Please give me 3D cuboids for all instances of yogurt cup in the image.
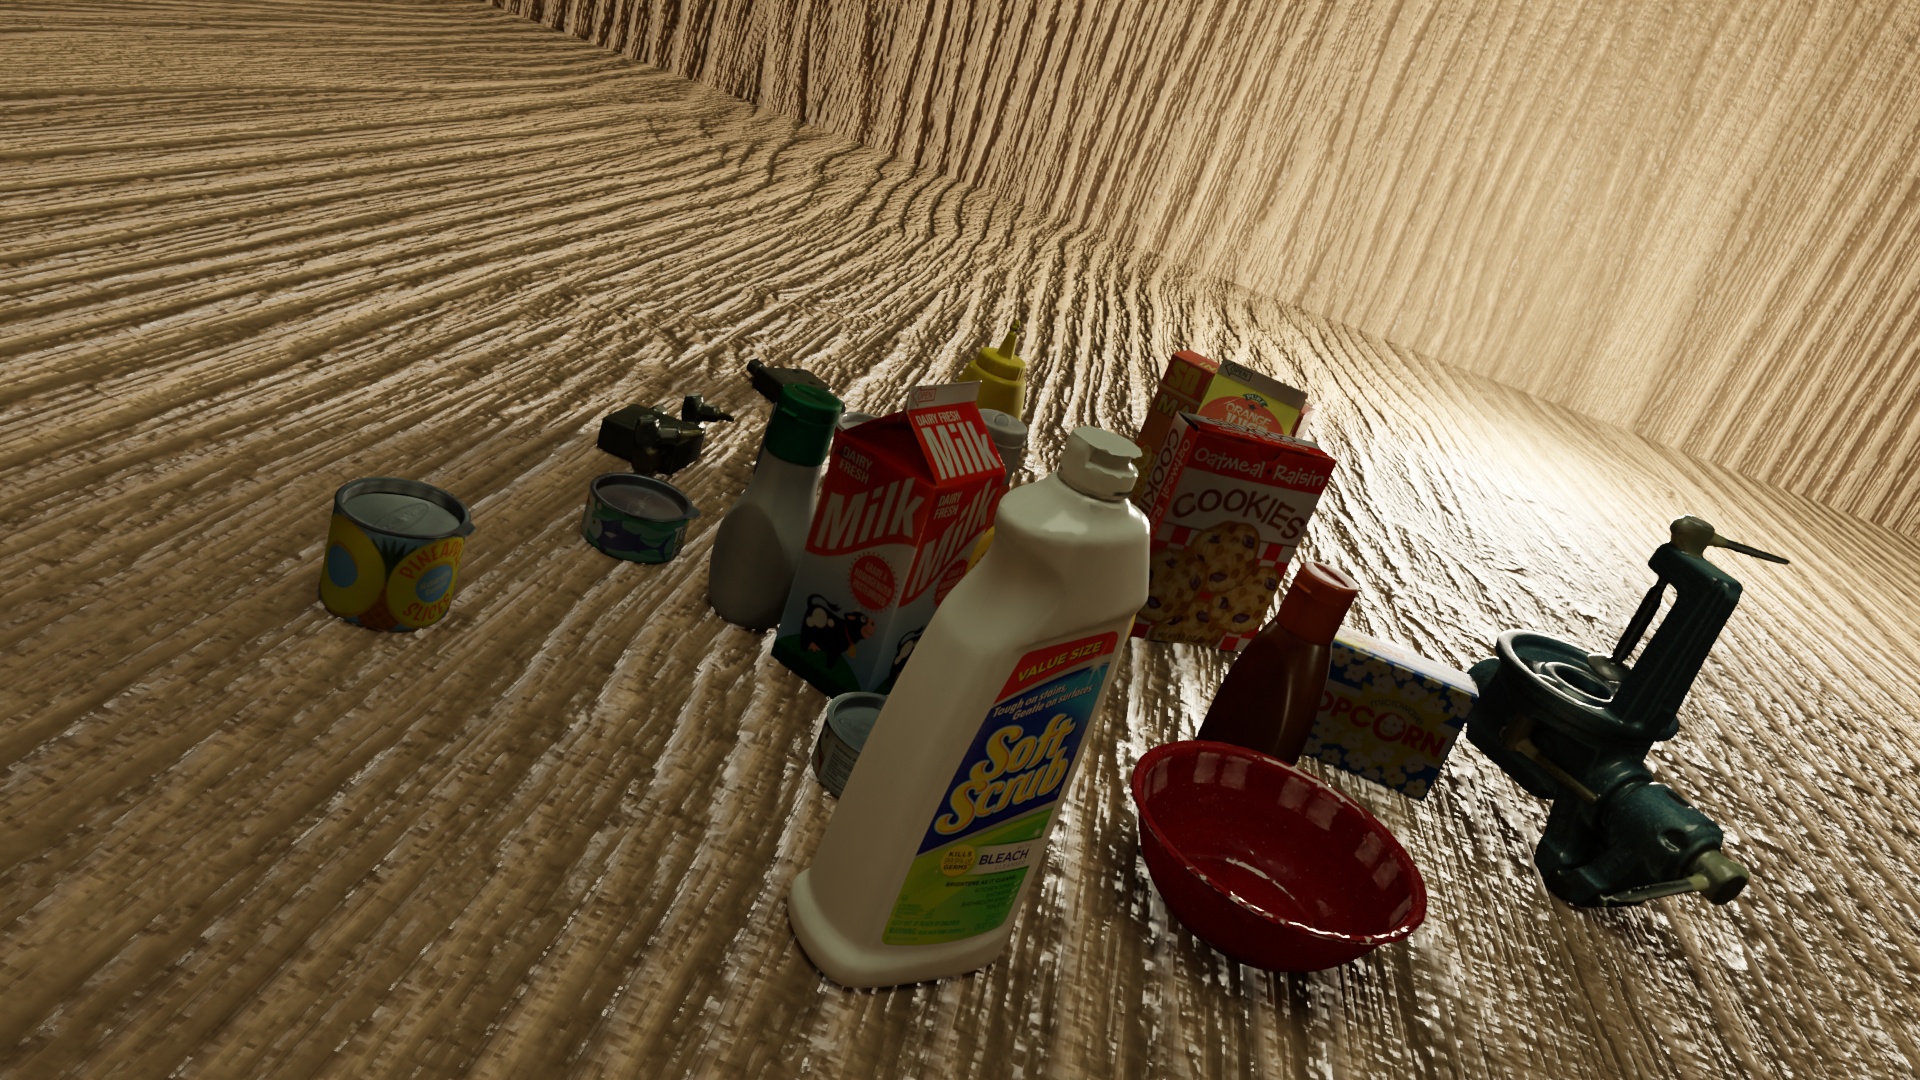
[{"bbox_3d":[-0.072,-0.063,1.087,0.072,0.053,0.073,17,22,-7],"label":"yogurt cup"}]

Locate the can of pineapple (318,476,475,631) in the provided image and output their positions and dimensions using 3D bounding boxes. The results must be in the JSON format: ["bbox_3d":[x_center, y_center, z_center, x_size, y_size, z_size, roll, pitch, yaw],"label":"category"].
[{"bbox_3d":[-0.294,0.008,0.725,0.071,0.057,0.071,17,22,-7],"label":"can of pineapple"}]

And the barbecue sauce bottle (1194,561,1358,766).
[{"bbox_3d":[0.193,0.085,0.841,0.044,0.148,0.065,5,26,-35],"label":"barbecue sauce bottle"}]

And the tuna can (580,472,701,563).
[{"bbox_3d":[-0.204,-0.014,0.886,0.071,0.032,0.071,17,22,-7],"label":"tuna can"}]

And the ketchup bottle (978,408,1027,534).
[{"bbox_3d":[0.003,-0.011,0.903,0.043,0.148,0.065,20,21,0],"label":"ketchup bottle"}]

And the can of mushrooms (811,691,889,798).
[{"bbox_3d":[-0.042,0.111,0.732,0.071,0.033,0.071,17,22,-7],"label":"can of mushrooms"}]

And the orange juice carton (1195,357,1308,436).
[{"bbox_3d":[0.201,-0.042,1.086,0.072,0.191,0.073,24,22,11],"label":"orange juice carton"}]

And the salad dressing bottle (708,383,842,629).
[{"bbox_3d":[-0.108,-0.020,0.828,0.064,0.147,0.044,30,23,23],"label":"salad dressing bottle"}]

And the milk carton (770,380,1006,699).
[{"bbox_3d":[-0.037,-0.003,0.794,0.073,0.189,0.072,31,24,25],"label":"milk carton"}]

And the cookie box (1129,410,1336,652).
[{"bbox_3d":[0.186,-0.003,1.014,0.123,0.166,0.040,10,24,-25],"label":"cookie box"}]

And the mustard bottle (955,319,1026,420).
[{"bbox_3d":[0.018,-0.102,1.114,0.065,0.159,0.049,6,25,-32],"label":"mustard bottle"}]

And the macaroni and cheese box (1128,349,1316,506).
[{"bbox_3d":[0.205,-0.059,1.164,0.124,0.165,0.040,30,23,22],"label":"macaroni and cheese box"}]

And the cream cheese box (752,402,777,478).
[{"bbox_3d":[-0.136,-0.059,1.023,0.024,0.053,0.104,16,22,-11],"label":"cream cheese box"}]

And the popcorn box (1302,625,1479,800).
[{"bbox_3d":[0.269,0.110,0.932,0.127,0.085,0.038,22,21,4],"label":"popcorn box"}]
